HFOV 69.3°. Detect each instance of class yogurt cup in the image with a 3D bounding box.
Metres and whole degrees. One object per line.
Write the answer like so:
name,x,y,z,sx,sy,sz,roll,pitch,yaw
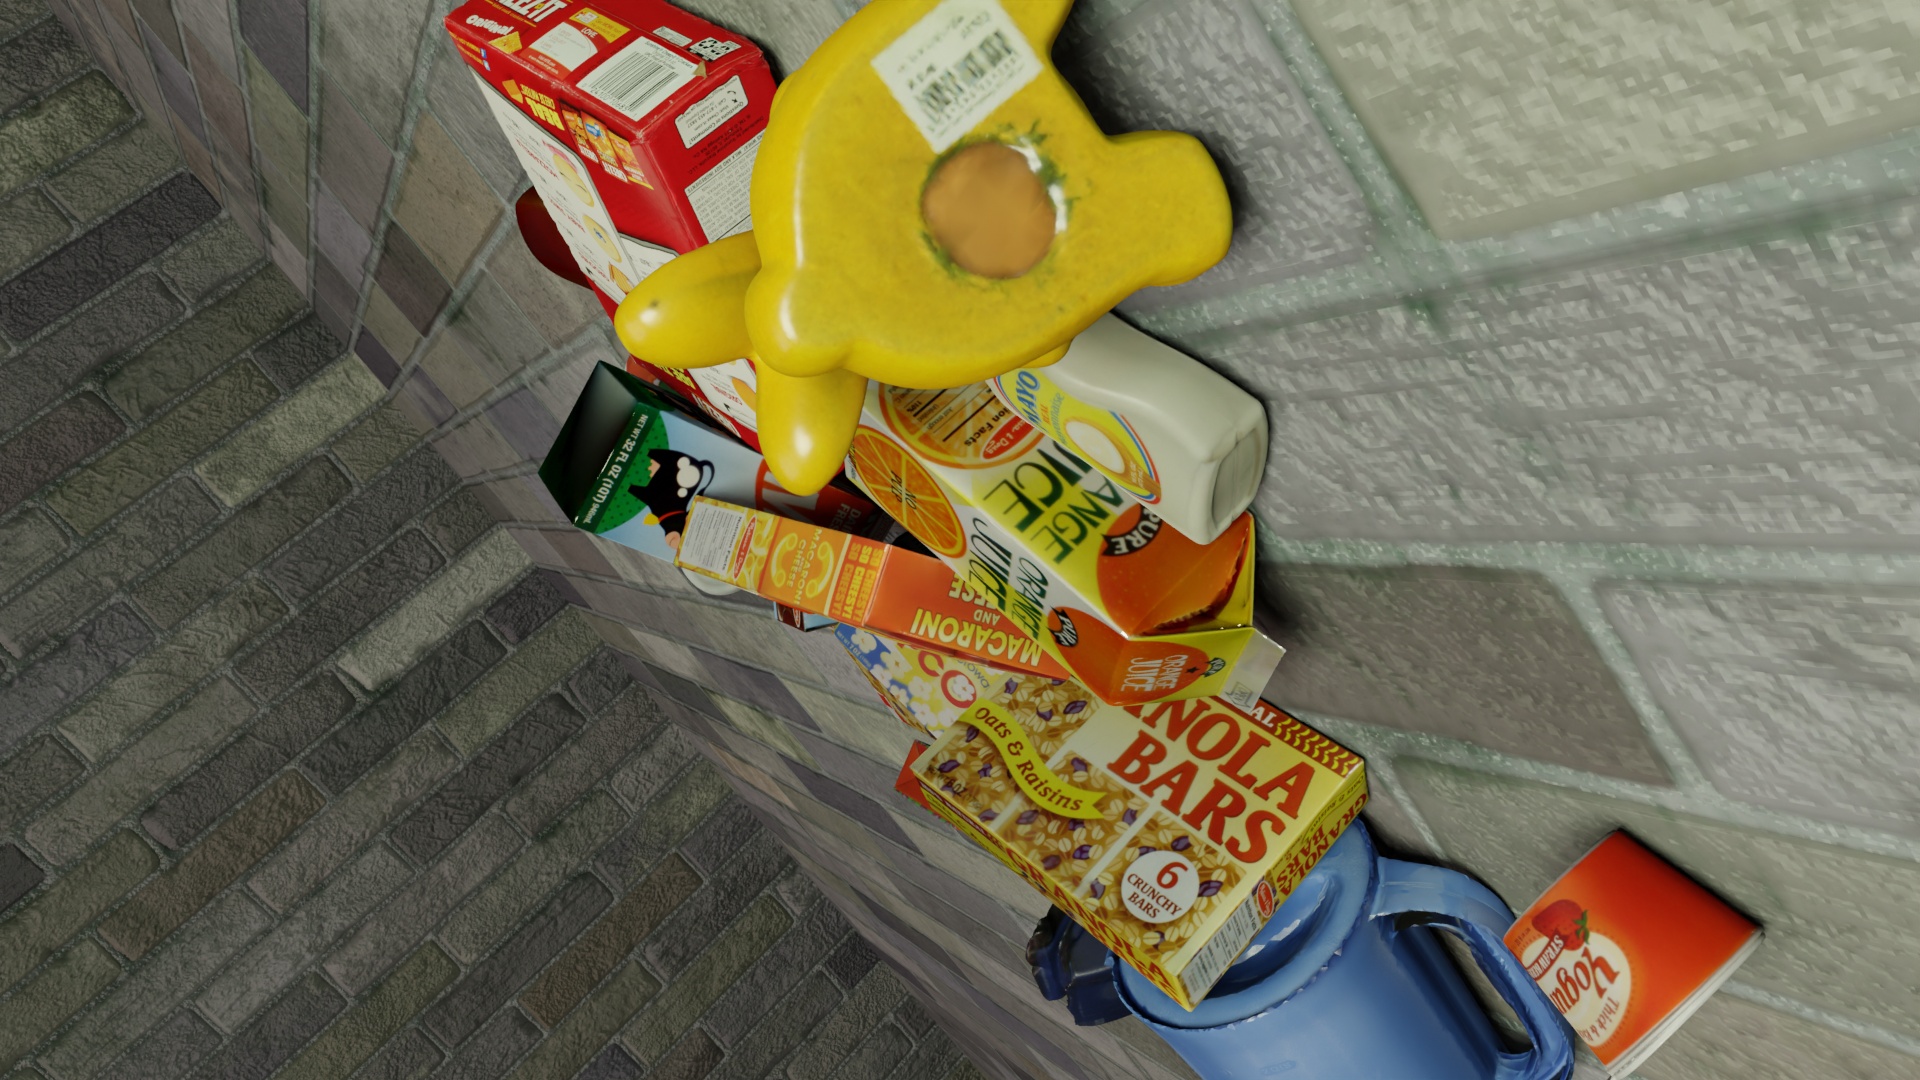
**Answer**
yogurt cup,0.220,0.134,0.460,0.054,0.072,0.072,46,163,29

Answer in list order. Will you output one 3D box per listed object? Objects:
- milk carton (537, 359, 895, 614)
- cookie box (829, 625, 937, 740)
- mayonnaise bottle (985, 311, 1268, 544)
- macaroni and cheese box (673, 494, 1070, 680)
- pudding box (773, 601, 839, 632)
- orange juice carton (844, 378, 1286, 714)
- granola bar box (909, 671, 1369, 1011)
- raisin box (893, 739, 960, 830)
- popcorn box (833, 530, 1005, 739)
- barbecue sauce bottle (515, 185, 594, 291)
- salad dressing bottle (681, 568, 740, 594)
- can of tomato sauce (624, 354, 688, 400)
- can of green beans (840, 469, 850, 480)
milk carton,-0.119,-0.020,0.750,0.190,0.072,0.073,25,-172,-38
cookie box,-0.022,0.087,0.927,0.167,0.040,0.122,17,144,57
mayonnaise bottle,0.039,-0.060,0.495,0.148,0.041,0.064,37,160,27
macaroni and cheese box,-0.041,0.022,0.661,0.124,0.040,0.166,19,177,-40
pudding box,-0.105,0.015,0.920,0.049,0.030,0.083,11,108,59
orange juice carton,0.044,-0.006,0.543,0.193,0.073,0.071,41,159,17
granola bar box,0.077,0.110,0.624,0.166,0.124,0.039,31,156,40
raisin box,0.030,0.179,0.927,0.123,0.040,0.086,28,173,-31
popcorn box,-0.004,0.063,0.788,0.127,0.038,0.084,44,129,11
barbecue sauce bottle,-0.203,-0.169,0.803,0.149,0.044,0.064,27,152,45
salad dressing bottle,-0.158,-0.011,0.932,0.064,0.044,0.148,47,-171,-17
can of tomato sauce,-0.148,-0.083,0.814,0.083,0.071,0.071,38,159,26
can of green beans,-0.097,-0.017,0.852,0.071,0.058,0.071,41,160,18
